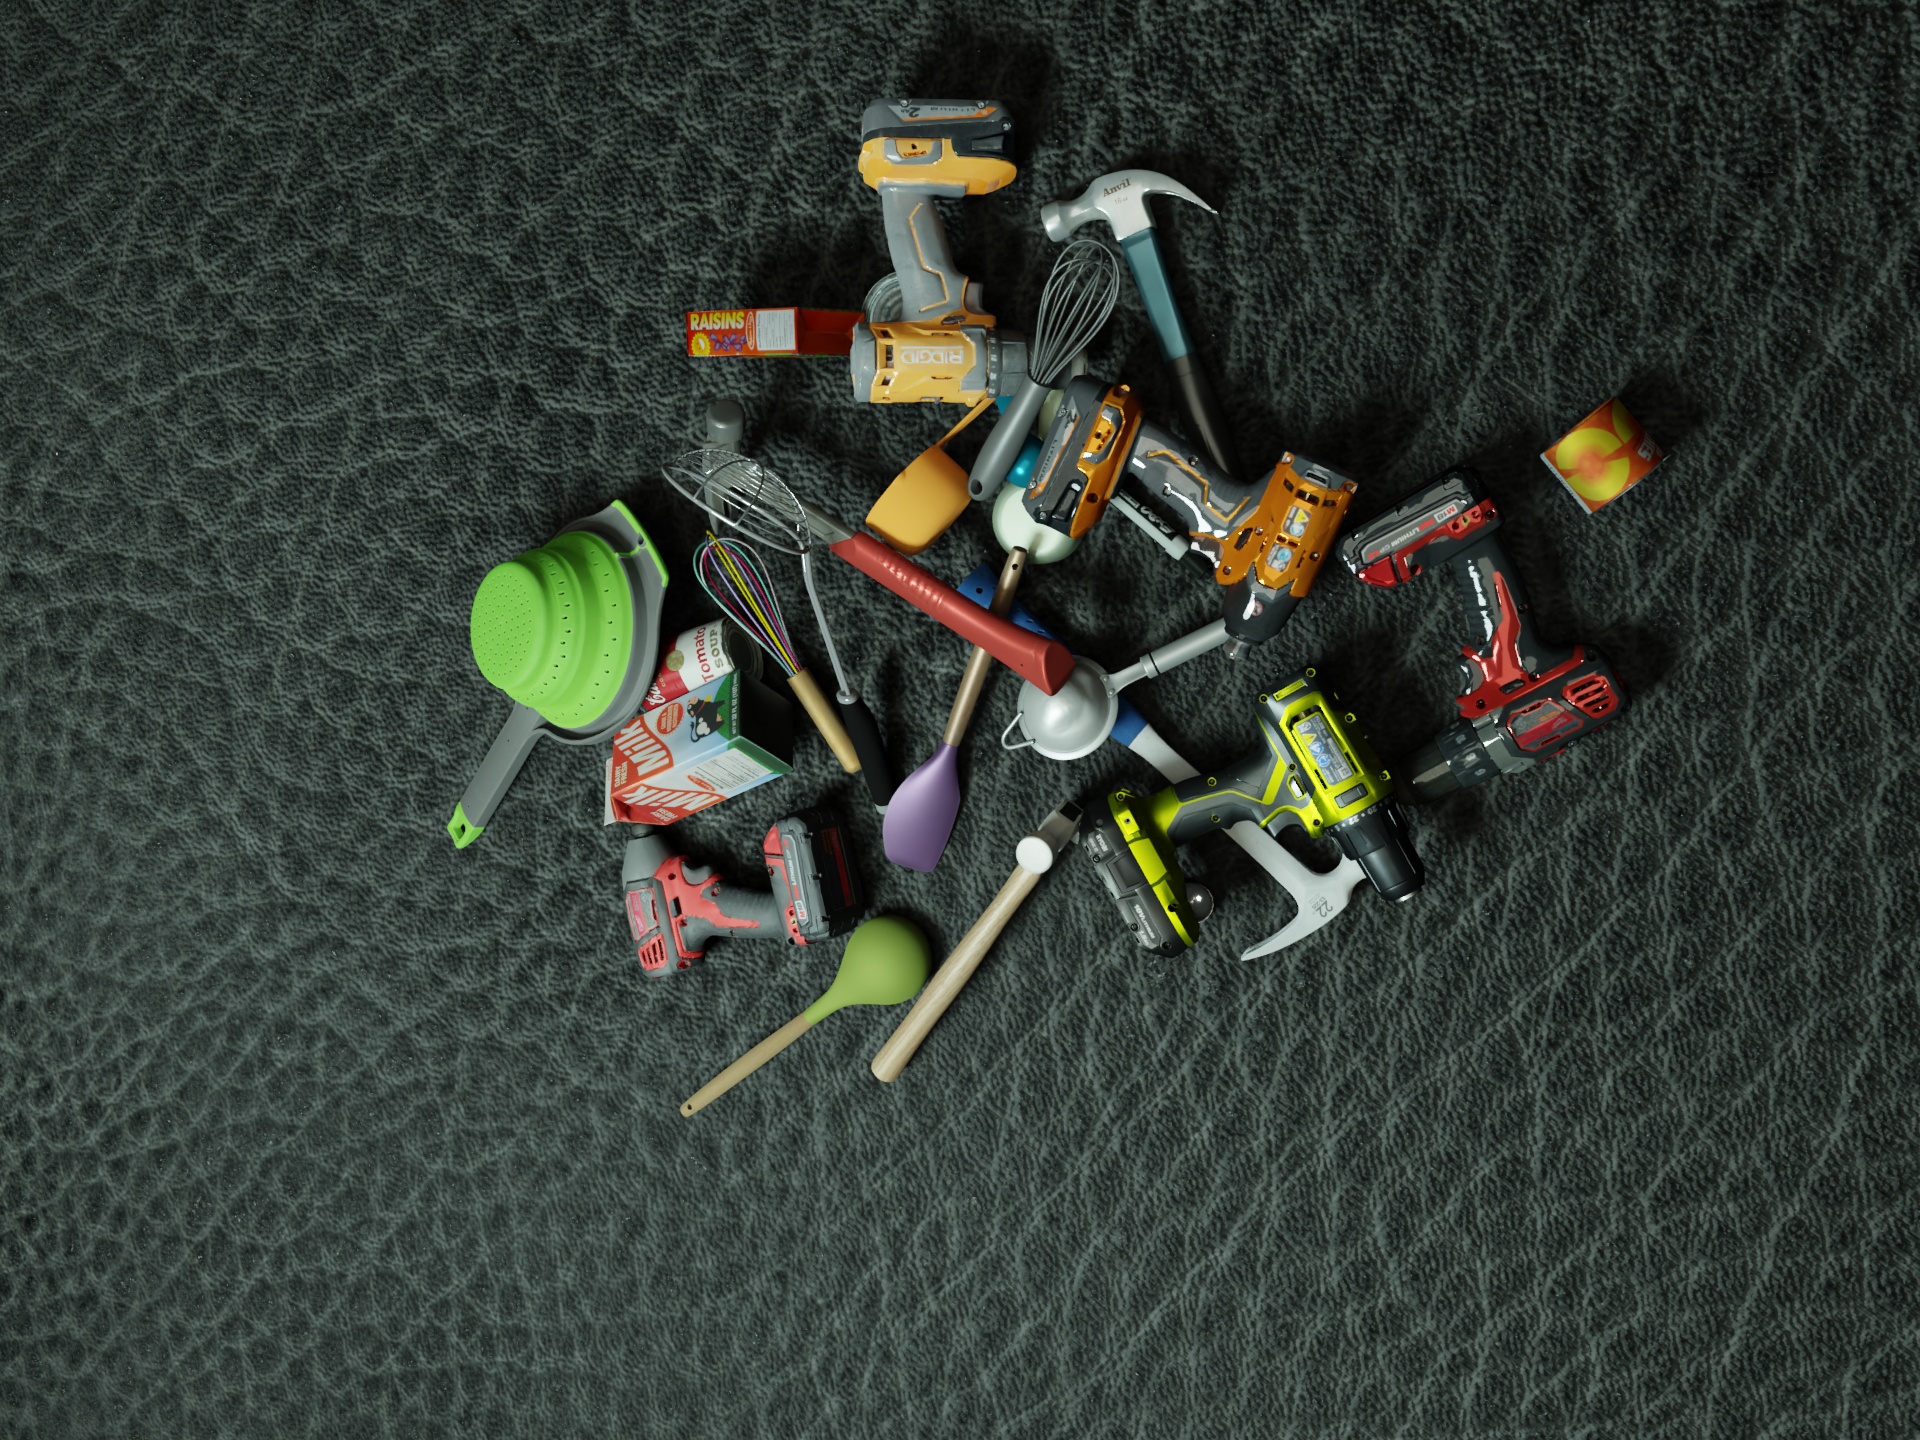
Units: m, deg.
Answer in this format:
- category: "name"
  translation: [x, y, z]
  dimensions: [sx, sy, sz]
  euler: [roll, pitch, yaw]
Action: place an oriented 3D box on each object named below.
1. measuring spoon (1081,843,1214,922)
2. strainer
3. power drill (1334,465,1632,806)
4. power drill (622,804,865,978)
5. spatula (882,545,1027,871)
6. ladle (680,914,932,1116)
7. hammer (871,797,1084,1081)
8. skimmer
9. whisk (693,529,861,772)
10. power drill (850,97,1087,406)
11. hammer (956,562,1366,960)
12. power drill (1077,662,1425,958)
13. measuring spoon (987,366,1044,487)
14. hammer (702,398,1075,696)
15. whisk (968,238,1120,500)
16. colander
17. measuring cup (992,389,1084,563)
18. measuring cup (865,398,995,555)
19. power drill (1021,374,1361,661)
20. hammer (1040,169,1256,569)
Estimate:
- category: "measuring spoon"
  translation: [0.158, 0.132, 1.339]
  dimensions: [0.124, 0.018, 0.034]
  euler: [28, 98, 19]
- category: "strainer"
  translation: [0.142, -0.042, 1.265]
  dimensions: [0.258, 0.050, 0.087]
  euler: [-26, 71, 9]
- category: "power drill"
  translation: [0.369, -0.058, 1.202]
  dimensions: [0.188, 0.080, 0.226]
  euler: [-31, 92, 21]
- category: "power drill"
  translation: [-0.206, 0.146, 1.427]
  dimensions: [0.219, 0.078, 0.143]
  euler: [-13, 88, 24]
- category: "spatula"
  translation: [-0.002, -0.004, 1.334]
  dimensions: [0.059, 0.018, 0.315]
  euler: [18, 116, -4]
- category: "ladle"
  translation: [-0.148, 0.281, 1.458]
  dimensions: [0.320, 0.062, 0.078]
  euler: [-40, 81, 27]
- category: "hammer"
  translation: [0.012, 0.193, 1.356]
  dimensions: [0.031, 0.130, 0.331]
  euler: [38, 120, 8]
- category: "skimmer"
  translation: [-0.137, -0.060, 1.299]
  dimensions: [0.090, 0.127, 0.363]
  euler: [-24, 122, -10]
- category: "whisk"
  translation: [-0.154, -0.059, 1.376]
  dimensions: [0.047, 0.051, 0.245]
  euler: [-20, 105, 52]
- category: "power drill"
  translation: [0.006, -0.359, 1.243]
  dimensions: [0.185, 0.084, 0.226]
  euler: [-1, 91, -5]
- category: "hammer"
  translation: [0.150, 0.024, 1.302]
  dimensions: [0.405, 0.035, 0.144]
  euler: [43, 100, 9]
- category: "power drill"
  translation: [0.226, 0.089, 1.227]
  dimensions: [0.228, 0.080, 0.190]
  euler: [-30, 84, 11]
- category: "measuring spoon"
  translation: [0.041, -0.249, 1.273]
  dimensions: [0.042, 0.021, 0.129]
  euler: [-17, 85, 4]
- category: "hammer"
  translation: [-0.065, -0.122, 1.293]
  dimensions: [0.359, 0.037, 0.149]
  euler: [34, 151, 15]
- category: "whisk"
  translation: [0.057, -0.259, 1.203]
  dimensions: [0.055, 0.055, 0.238]
  euler: [38, 130, 9]
- category: "colander"
  translation: [-0.405, -0.024, 1.427]
  dimensions: [0.397, 0.094, 0.205]
  euler: [-52, 58, 28]
- category: "measuring cup"
  translation: [0.066, -0.209, 1.292]
  dimensions: [0.083, 0.038, 0.167]
  euler: [8, 104, 17]
- category: "measuring cup"
  translation: [0.000, -0.207, 1.303]
  dimensions: [0.173, 0.095, 0.052]
  euler: [-45, 89, 2]
- category: "power drill"
  translation: [0.167, -0.154, 1.212]
  dimensions: [0.226, 0.084, 0.164]
  euler: [25, 105, 11]
- category: "hammer"
  translation: [0.176, -0.271, 1.249]
  dimensions: [0.128, 0.033, 0.331]
  euler: [-19, 94, 22]
